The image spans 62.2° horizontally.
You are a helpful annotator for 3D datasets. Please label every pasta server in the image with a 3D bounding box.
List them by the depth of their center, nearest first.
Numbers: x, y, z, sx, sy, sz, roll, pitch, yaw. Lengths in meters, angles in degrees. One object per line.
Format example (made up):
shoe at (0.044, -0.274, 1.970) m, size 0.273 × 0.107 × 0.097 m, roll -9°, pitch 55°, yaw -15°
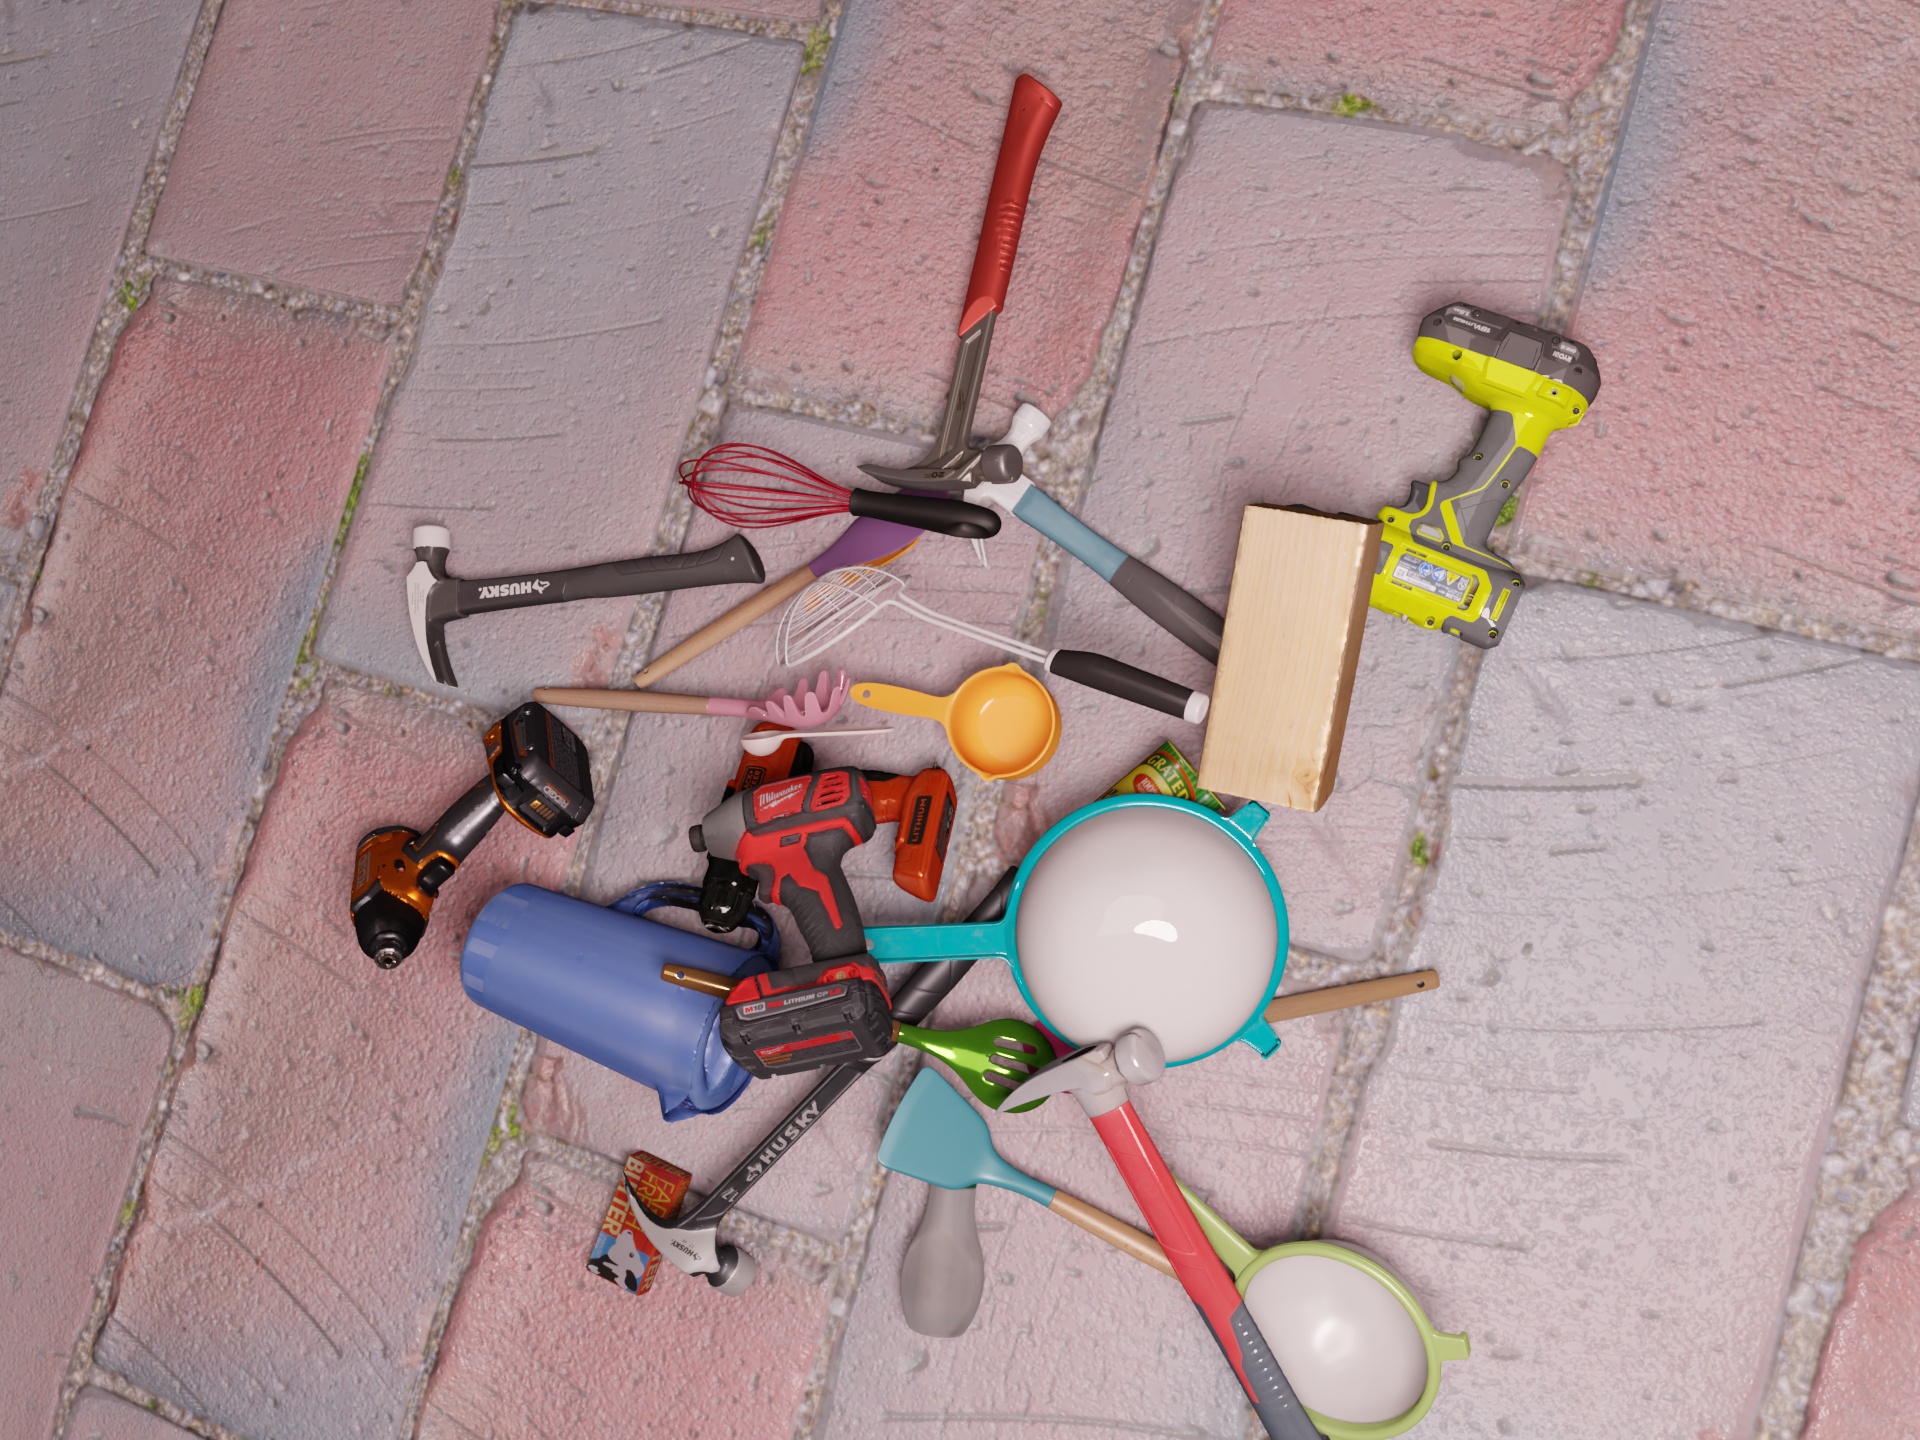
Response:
pasta server at (-0.231, -0.021, 1.328) m, size 0.316 × 0.060 × 0.040 m, roll 3°, pitch 113°, yaw 26°

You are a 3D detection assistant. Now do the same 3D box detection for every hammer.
hammer at (0.168, 0.410, 1.123) m, size 0.143 × 0.038 × 0.386 m, roll -32°, pitch 86°, yaw 37°
hammer at (-0.090, 0.269, 1.241) m, size 0.409 × 0.149 × 0.036 m, roll -46°, pitch 33°, yaw -1°
hammer at (0.139, -0.113, 1.263) m, size 0.331 × 0.033 × 0.128 m, roll 38°, pitch 92°, yaw 17°
hammer at (0.016, -0.363, 1.320) m, size 0.149 × 0.036 × 0.359 m, roll 6°, pitch 79°, yaw 36°
hammer at (-0.330, -0.114, 1.390) m, size 0.335 × 0.035 × 0.146 m, roll -5°, pitch 80°, yaw 14°

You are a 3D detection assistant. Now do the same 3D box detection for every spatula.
spatula at (0.092, 0.370, 1.189) m, size 0.317 × 0.044 × 0.082 m, roll 25°, pitch 64°, yaw 10°
spatula at (-0.145, -0.112, 1.345) m, size 0.316 × 0.018 × 0.060 m, roll -31°, pitch 52°, yaw 10°

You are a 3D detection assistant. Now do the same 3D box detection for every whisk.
whisk at (-0.103, -0.183, 1.312) m, size 0.296 × 0.073 × 0.073 m, roll 12°, pitch 86°, yaw 21°

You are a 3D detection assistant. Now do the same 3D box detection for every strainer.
strainer at (0.233, 0.393, 1.143) m, size 0.256 × 0.069 × 0.151 m, roll 40°, pitch 121°, yaw 17°
strainer at (0.070, 0.167, 1.155) m, size 0.340 × 0.095 × 0.211 m, roll -3°, pitch 97°, yaw 6°

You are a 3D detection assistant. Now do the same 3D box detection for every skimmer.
skimmer at (0.018, -0.042, 1.223) m, size 0.363 × 0.127 × 0.090 m, roll 20°, pitch 133°, yaw 24°

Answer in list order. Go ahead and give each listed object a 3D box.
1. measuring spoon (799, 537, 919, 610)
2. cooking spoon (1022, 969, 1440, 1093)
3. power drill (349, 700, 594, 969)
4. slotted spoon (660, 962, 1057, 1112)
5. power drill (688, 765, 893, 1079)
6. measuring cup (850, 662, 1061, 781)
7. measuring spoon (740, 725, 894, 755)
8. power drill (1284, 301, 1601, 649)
measuring spoon at (-0.084, -0.123, 1.337) m, size 0.117 × 0.011 × 0.021 m, roll -30°, pitch 46°, yaw 7°
cooking spoon at (0.202, 0.228, 1.206) m, size 0.319 × 0.017 × 0.069 m, roll -14°, pitch 86°, yaw 13°
power drill at (-0.414, 0.103, 1.324) m, size 0.226 × 0.084 × 0.164 m, roll -39°, pitch 33°, yaw 6°
slotted spoon at (-0.072, 0.230, 1.197) m, size 0.313 × 0.031 × 0.070 m, roll 16°, pitch 74°, yaw -6°
power drill at (-0.126, 0.141, 1.168) m, size 0.143 × 0.078 × 0.220 m, roll -12°, pitch 56°, yaw 4°
measuring cup at (-0.002, -0.004, 1.277) m, size 0.174 × 0.052 × 0.095 m, roll 12°, pitch 86°, yaw 18°
measuring spoon at (-0.114, 0.016, 1.271) m, size 0.124 × 0.034 × 0.018 m, roll -4°, pitch 101°, yaw 3°
power drill at (0.356, -0.188, 1.193) m, size 0.191 × 0.080 × 0.228 m, roll 25°, pitch 92°, yaw 17°
